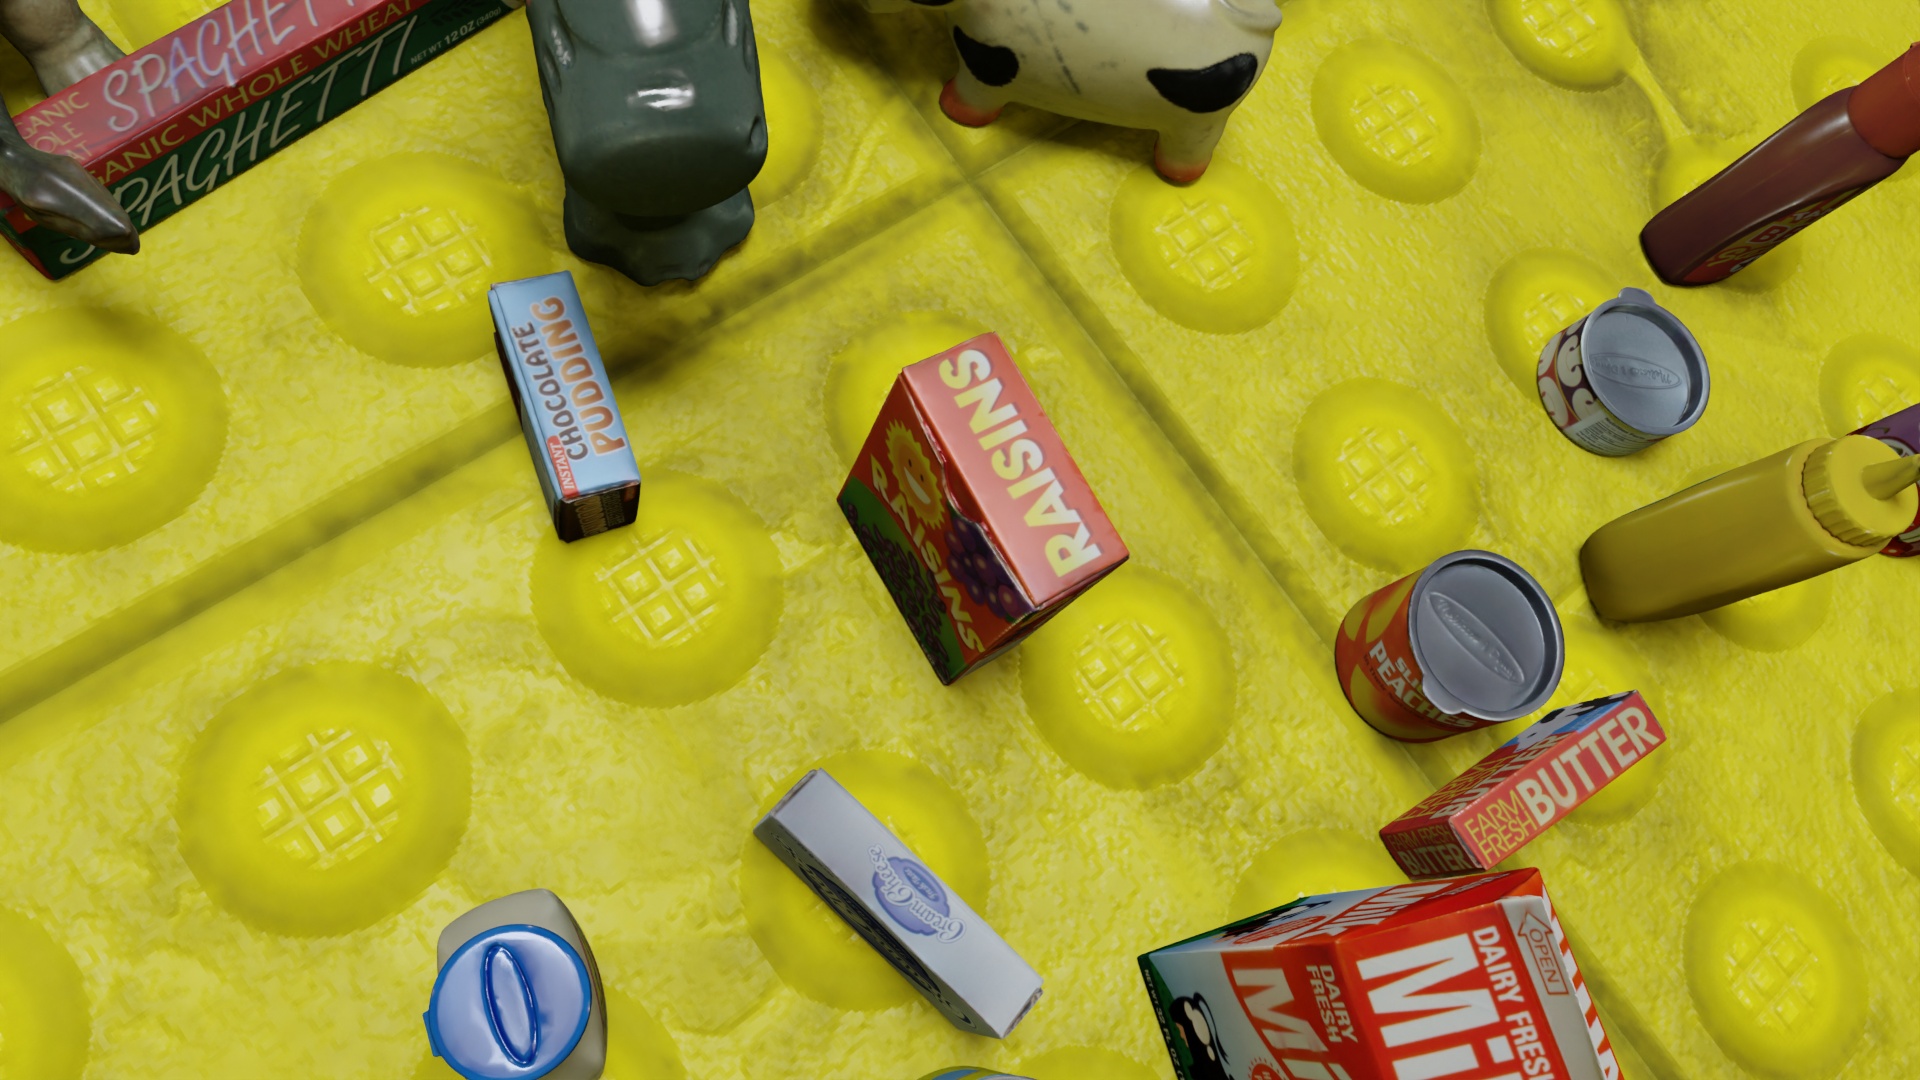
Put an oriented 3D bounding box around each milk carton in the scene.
[{"bbox_3d":[0.130,0.148,0.424,0.073,0.190,0.072,-13,77,-18],"label":"milk carton"}]

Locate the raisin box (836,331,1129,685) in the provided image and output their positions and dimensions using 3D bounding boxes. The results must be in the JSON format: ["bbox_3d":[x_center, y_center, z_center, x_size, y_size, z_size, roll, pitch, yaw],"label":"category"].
[{"bbox_3d":[0.002,-0.006,0.475,0.040,0.123,0.086,-26,81,-21],"label":"raisin box"}]

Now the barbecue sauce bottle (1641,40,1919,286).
[{"bbox_3d":[0.375,-0.165,0.611,0.065,0.148,0.044,-18,79,-19],"label":"barbecue sauce bottle"}]

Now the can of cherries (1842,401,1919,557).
[{"bbox_3d":[0.444,-0.030,0.635,0.071,0.058,0.071,4,72,-14],"label":"can of cherries"}]

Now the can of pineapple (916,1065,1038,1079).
[{"bbox_3d":[0.009,0.204,0.445,0.071,0.057,0.071,4,72,-14],"label":"can of pineapple"}]

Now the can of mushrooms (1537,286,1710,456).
[{"bbox_3d":[0.297,-0.075,0.624,0.071,0.033,0.071,4,72,-14],"label":"can of mushrooms"}]

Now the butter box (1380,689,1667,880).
[{"bbox_3d":[0.217,0.095,0.538,0.104,0.053,0.024,-27,82,-21],"label":"butter box"}]

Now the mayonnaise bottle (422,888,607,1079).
[{"bbox_3d":[-0.121,0.128,0.386,0.041,0.147,0.065,-16,78,-19],"label":"mayonnaise bottle"}]

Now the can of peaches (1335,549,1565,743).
[{"bbox_3d":[0.188,0.044,0.544,0.071,0.058,0.071,4,72,-14],"label":"can of peaches"}]

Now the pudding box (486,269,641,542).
[{"bbox_3d":[-0.140,-0.047,0.490,0.030,0.049,0.084,-18,78,-19],"label":"pudding box"}]

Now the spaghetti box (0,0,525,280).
[{"bbox_3d":[-0.236,-0.182,0.508,0.028,0.050,0.251,47,68,2],"label":"spaghetti box"}]

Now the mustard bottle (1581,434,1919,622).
[{"bbox_3d":[0.314,-0.007,0.538,0.065,0.159,0.049,-8,76,-17],"label":"mustard bottle"}]

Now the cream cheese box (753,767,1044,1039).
[{"bbox_3d":[-0.022,0.122,0.466,0.104,0.053,0.024,43,68,1],"label":"cream cheese box"}]
